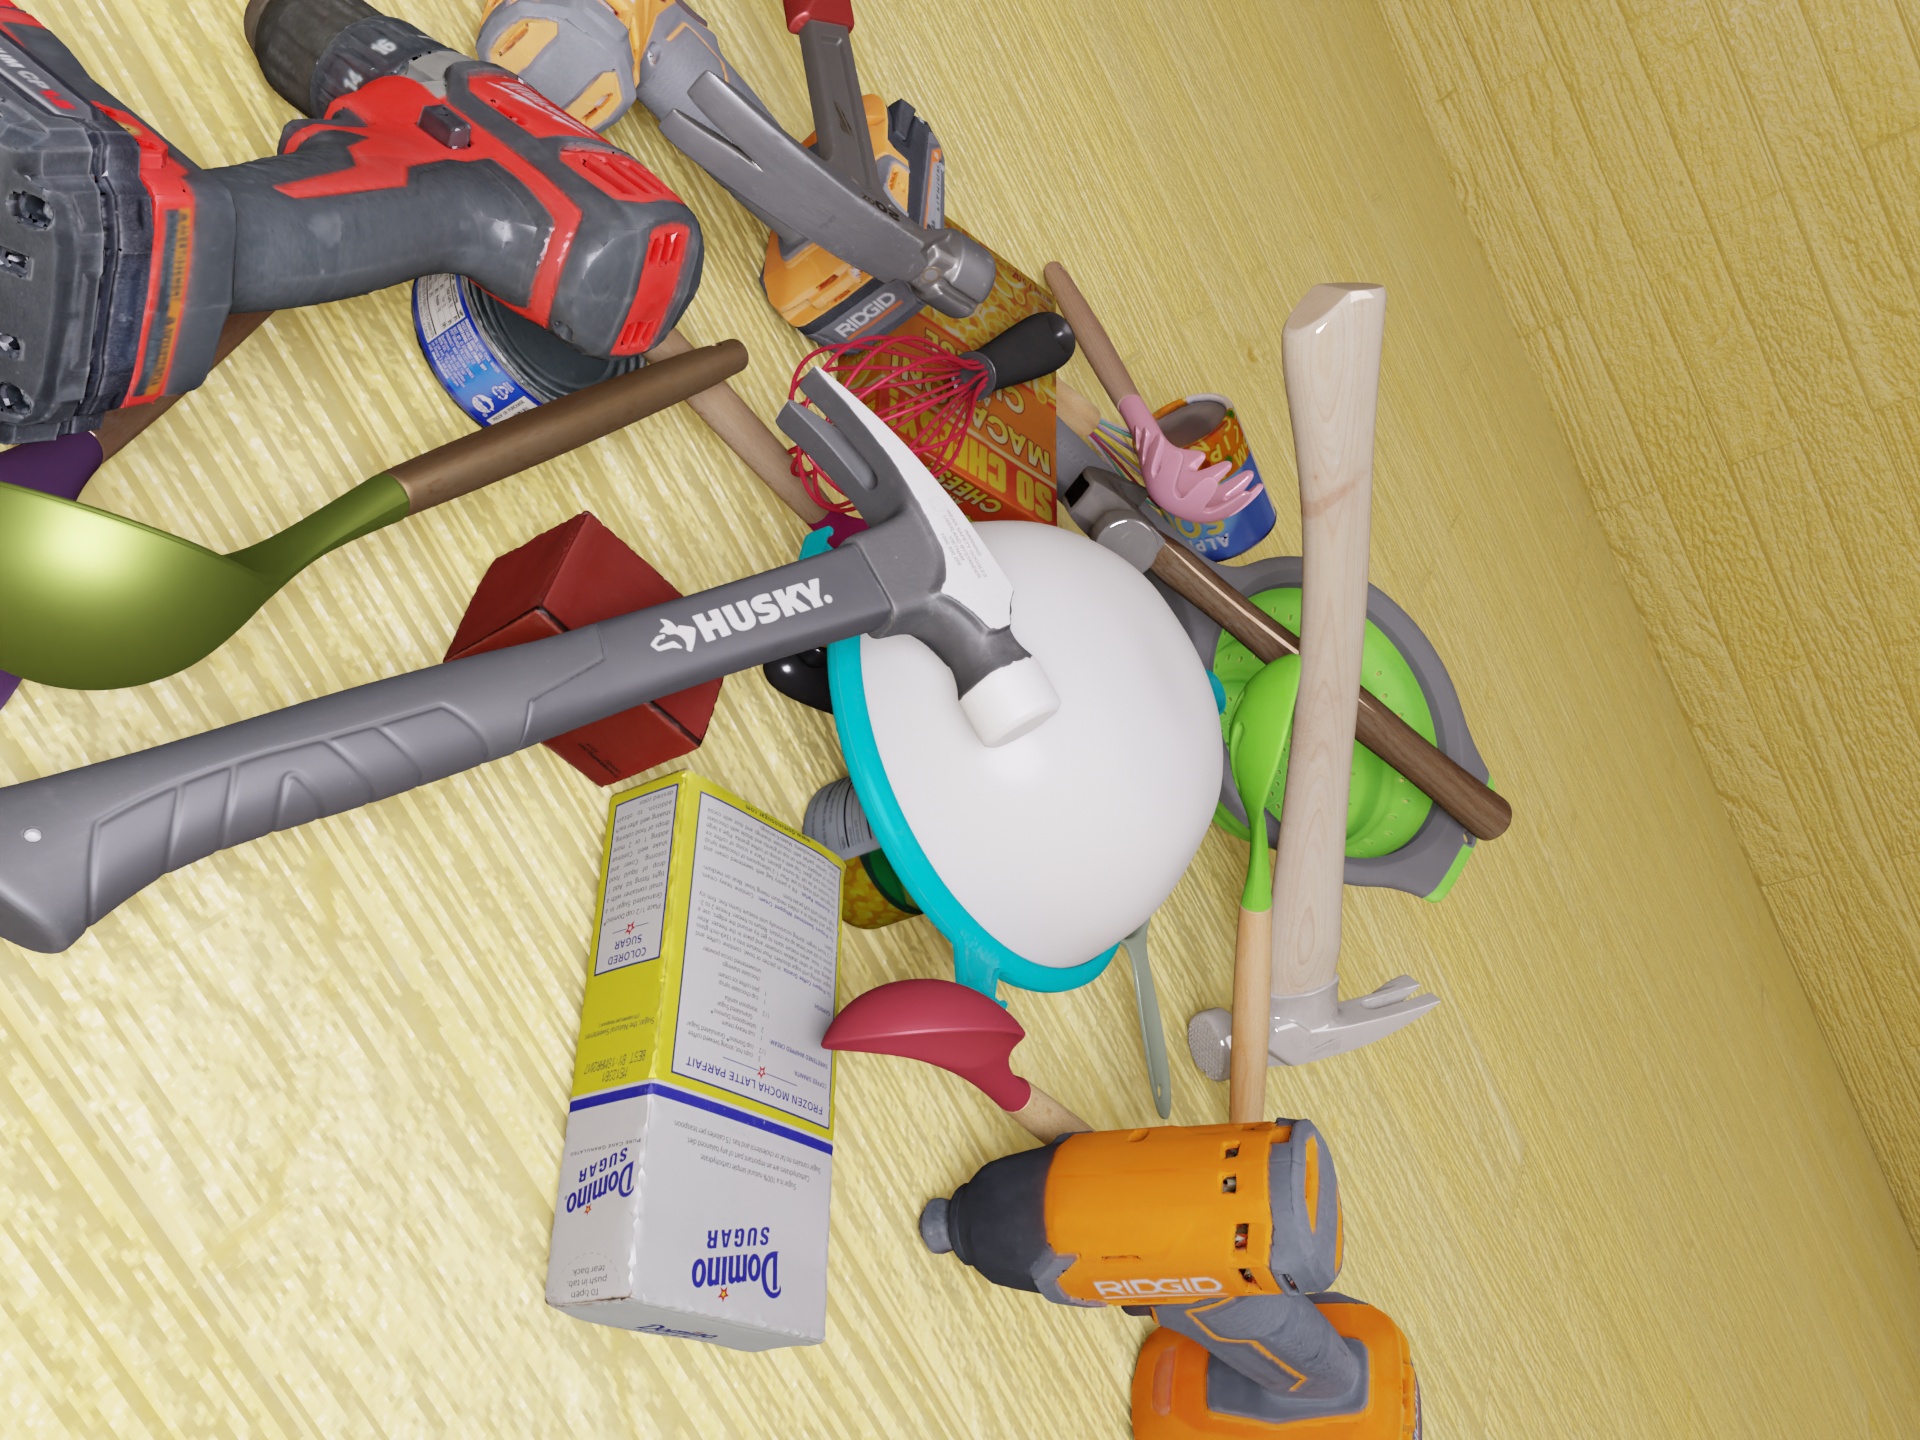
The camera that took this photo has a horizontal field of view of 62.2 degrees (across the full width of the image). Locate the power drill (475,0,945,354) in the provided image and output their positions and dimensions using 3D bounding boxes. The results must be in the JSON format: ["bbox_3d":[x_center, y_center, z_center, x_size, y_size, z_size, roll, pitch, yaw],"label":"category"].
[{"bbox_3d":[-0.107,-0.296,0.728,0.226,0.084,0.186,32,45,-39],"label":"power drill"}]

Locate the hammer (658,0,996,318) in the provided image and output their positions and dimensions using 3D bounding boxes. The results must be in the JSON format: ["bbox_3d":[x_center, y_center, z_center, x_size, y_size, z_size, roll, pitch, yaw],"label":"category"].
[{"bbox_3d":[-0.072,-0.332,0.702,0.149,0.036,0.359,23,43,-40],"label":"hammer"}]

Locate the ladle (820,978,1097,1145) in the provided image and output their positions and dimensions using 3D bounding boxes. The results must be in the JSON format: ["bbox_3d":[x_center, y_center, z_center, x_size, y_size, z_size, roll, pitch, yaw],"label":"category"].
[{"bbox_3d":[0.032,0.160,0.646,0.315,0.069,0.031,50,37,-54],"label":"ladle"}]

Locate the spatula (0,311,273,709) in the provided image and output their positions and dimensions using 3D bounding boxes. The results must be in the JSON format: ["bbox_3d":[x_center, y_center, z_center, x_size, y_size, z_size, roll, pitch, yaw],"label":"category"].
[{"bbox_3d":[-0.237,-0.092,0.460,0.059,0.018,0.316,52,36,-30],"label":"spatula"}]

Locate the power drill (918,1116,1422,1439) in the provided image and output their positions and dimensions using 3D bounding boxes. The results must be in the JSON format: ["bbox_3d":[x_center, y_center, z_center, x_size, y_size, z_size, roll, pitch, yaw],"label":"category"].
[{"bbox_3d":[0.092,0.244,0.652,0.084,0.164,0.226,-76,146,-44],"label":"power drill"}]

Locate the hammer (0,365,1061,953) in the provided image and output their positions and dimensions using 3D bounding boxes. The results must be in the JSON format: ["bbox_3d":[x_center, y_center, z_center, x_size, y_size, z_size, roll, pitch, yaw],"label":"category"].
[{"bbox_3d":[-0.121,-0.016,0.475,0.334,0.035,0.146,-22,78,-39],"label":"hammer"}]

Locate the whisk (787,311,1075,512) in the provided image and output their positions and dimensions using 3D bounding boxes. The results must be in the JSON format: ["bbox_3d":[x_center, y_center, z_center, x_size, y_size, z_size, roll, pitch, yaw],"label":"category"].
[{"bbox_3d":[-0.002,-0.157,0.736,0.073,0.073,0.296,63,30,-9],"label":"whisk"}]

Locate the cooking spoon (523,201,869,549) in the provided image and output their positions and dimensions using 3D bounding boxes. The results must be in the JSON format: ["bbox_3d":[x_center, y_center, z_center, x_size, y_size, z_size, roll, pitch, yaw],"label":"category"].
[{"bbox_3d":[-0.075,-0.104,0.674,0.318,0.017,0.069,46,41,-49],"label":"cooking spoon"}]

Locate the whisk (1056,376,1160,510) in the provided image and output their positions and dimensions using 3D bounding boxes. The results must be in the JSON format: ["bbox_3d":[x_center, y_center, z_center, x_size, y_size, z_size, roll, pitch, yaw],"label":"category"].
[{"bbox_3d":[0.094,-0.176,0.995,0.244,0.051,0.047,26,56,-44],"label":"whisk"}]

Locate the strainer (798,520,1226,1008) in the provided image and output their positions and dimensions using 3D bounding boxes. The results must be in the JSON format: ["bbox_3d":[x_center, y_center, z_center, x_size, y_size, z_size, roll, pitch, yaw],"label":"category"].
[{"bbox_3d":[0.079,-0.009,0.708,0.340,0.095,0.211,-12,80,-59],"label":"strainer"}]

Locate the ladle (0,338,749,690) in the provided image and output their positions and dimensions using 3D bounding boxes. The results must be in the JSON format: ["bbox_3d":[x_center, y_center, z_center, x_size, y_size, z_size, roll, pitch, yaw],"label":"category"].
[{"bbox_3d":[-0.157,-0.088,0.485,0.320,0.078,0.062,-43,135,-53],"label":"ladle"}]

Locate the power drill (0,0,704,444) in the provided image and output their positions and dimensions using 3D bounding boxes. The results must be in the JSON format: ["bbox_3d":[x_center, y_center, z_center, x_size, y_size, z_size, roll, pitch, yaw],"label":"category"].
[{"bbox_3d":[-0.207,-0.165,0.457,0.188,0.080,0.226,38,33,16],"label":"power drill"}]

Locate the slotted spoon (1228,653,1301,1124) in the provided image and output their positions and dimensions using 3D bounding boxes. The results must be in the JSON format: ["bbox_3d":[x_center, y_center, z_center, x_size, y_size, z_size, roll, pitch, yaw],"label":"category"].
[{"bbox_3d":[0.144,0.114,0.783,0.070,0.031,0.313,-71,161,-64],"label":"slotted spoon"}]

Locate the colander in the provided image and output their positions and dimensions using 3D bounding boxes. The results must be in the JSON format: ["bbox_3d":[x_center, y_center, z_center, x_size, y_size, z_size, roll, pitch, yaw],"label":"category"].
[{"bbox_3d":[0.140,-0.044,0.950,0.397,0.094,0.204,43,56,-7],"label":"colander"}]

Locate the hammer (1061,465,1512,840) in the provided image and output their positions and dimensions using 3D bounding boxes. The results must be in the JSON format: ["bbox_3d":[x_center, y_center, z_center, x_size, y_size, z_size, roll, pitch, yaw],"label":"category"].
[{"bbox_3d":[0.183,-0.031,0.865,0.331,0.031,0.130,35,17,-22],"label":"hammer"}]

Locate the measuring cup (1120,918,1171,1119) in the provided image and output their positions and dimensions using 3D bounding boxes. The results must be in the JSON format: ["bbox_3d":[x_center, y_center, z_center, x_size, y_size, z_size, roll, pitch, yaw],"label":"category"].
[{"bbox_3d":[0.073,0.119,0.796,0.083,0.038,0.167,-17,96,-60],"label":"measuring cup"}]

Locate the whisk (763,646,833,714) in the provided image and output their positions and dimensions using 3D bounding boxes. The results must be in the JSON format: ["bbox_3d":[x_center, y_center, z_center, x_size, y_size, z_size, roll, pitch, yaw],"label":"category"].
[{"bbox_3d":[-0.001,-0.004,0.743,0.238,0.055,0.055,16,59,-47],"label":"whisk"}]

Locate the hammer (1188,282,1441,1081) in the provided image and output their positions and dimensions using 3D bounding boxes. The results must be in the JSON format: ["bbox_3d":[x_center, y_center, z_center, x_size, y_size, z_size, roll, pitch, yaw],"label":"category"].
[{"bbox_3d":[0.192,-0.010,0.804,0.146,0.038,0.410,-10,114,-21],"label":"hammer"}]

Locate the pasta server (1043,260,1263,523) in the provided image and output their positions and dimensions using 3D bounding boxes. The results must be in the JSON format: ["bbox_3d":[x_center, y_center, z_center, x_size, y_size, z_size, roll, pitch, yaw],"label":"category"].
[{"bbox_3d":[0.095,-0.201,0.918,0.060,0.040,0.317,16,33,-26],"label":"pasta server"}]
